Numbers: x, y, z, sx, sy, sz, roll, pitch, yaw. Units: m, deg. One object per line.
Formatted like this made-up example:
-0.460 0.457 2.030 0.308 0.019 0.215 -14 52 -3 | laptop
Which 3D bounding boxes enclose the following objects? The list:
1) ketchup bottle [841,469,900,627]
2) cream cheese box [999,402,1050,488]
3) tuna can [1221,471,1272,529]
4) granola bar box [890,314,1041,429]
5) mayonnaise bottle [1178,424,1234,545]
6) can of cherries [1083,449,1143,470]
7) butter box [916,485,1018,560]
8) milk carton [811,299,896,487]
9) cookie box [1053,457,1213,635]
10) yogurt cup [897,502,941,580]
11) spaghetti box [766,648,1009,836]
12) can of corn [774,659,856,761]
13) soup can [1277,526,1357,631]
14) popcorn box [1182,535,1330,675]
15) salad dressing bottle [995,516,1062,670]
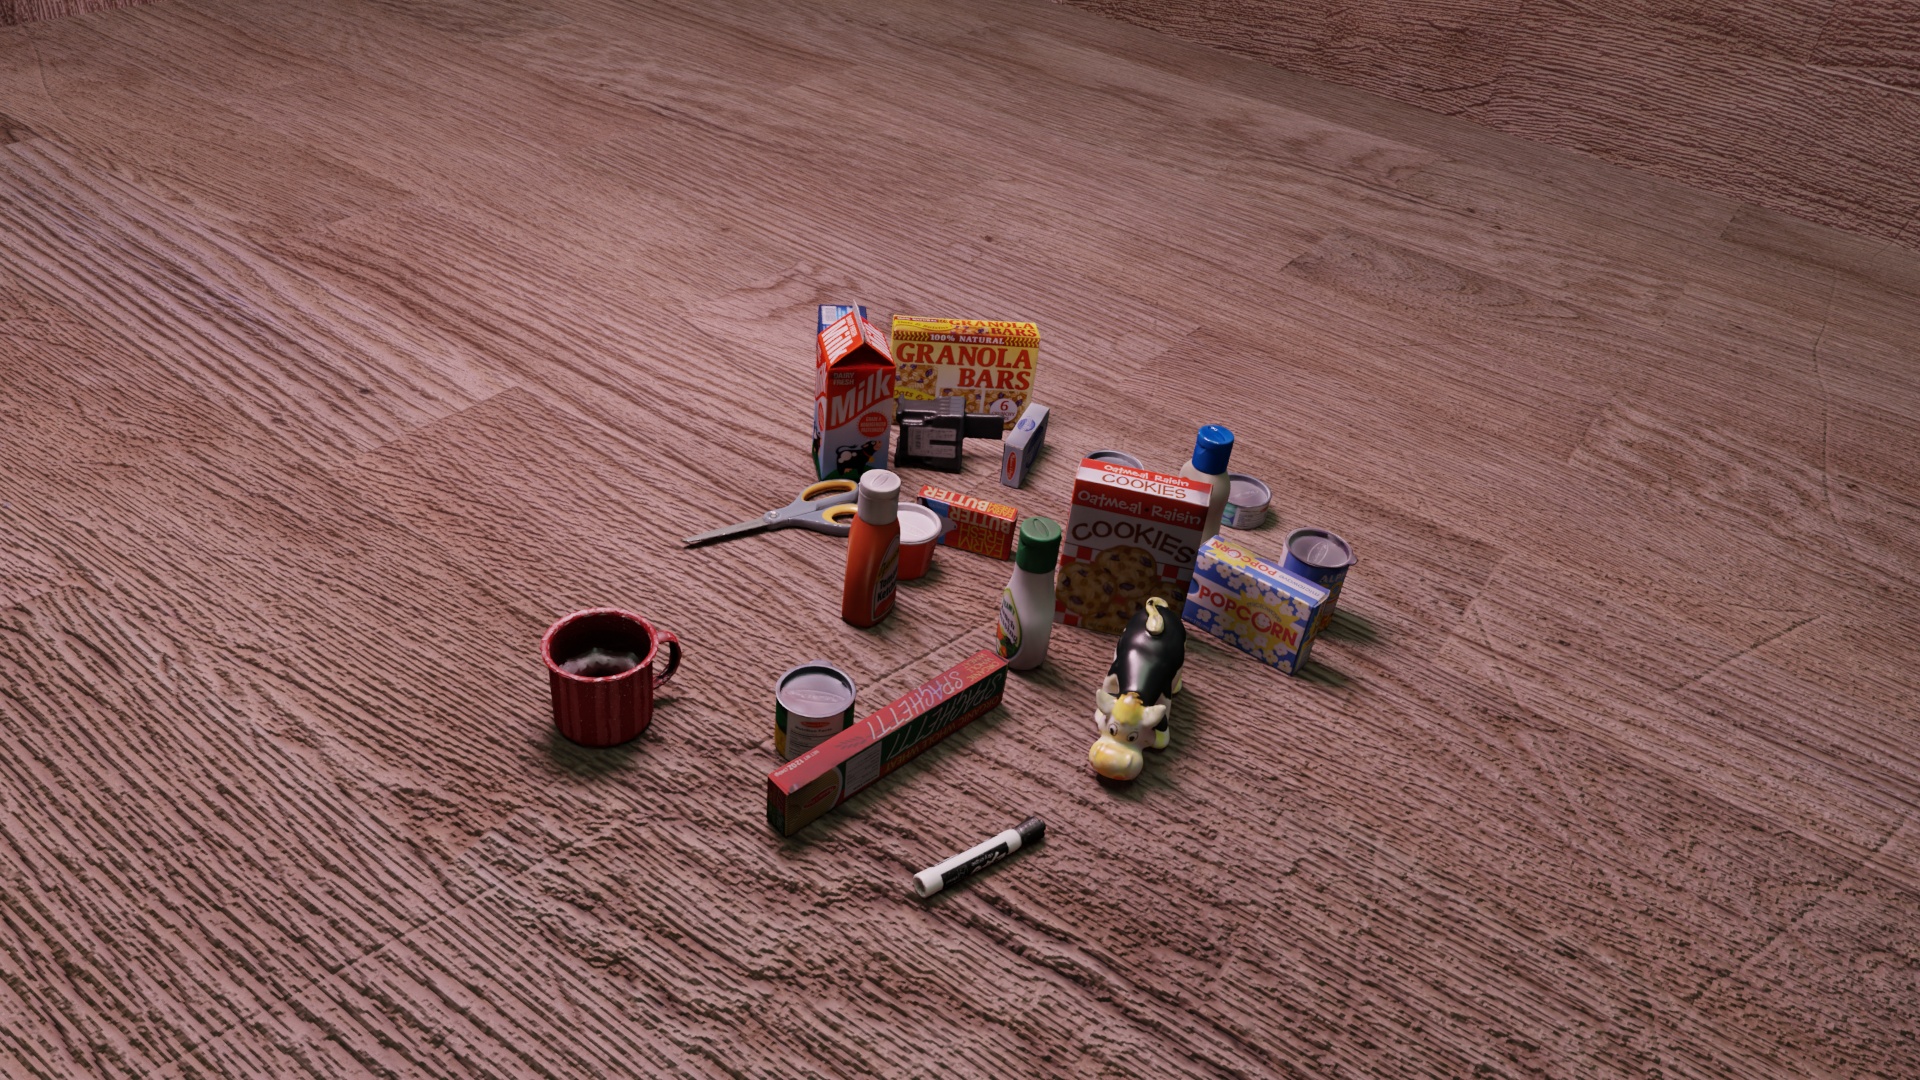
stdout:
-0.080 0.005 1.278 0.043 0.148 0.065 20 37 17 | ketchup bottle
0.071 -0.106 1.545 0.024 0.053 0.104 16 36 12 | cream cheese box
0.303 -0.044 1.519 0.071 0.032 0.071 5 35 -3 | tuna can
0.000 -0.191 1.590 0.166 0.123 0.039 2 35 -8 | granola bar box
0.244 -0.046 1.411 0.041 0.147 0.065 -10 39 -23 | mayonnaise bottle
0.160 -0.054 1.484 0.071 0.058 0.072 5 35 -3 | can of cherries
0.005 -0.018 1.408 0.103 0.052 0.024 14 36 10 | butter box
-0.112 -0.153 1.458 0.073 0.189 0.072 -3 36 -15 | milk carton
0.157 0.012 1.297 0.123 0.166 0.040 12 35 7 | cookie box
-0.055 0.002 1.369 0.072 0.053 0.073 5 35 -3 | yogurt cup
-0.055 0.162 1.148 0.029 0.049 0.251 33 43 32 | spaghetti box
-0.121 0.144 1.154 0.071 0.058 0.071 5 35 -3 | can of corn
0.344 0.041 1.363 0.071 0.083 0.072 5 35 -3 | soup can
0.279 0.061 1.321 0.127 0.084 0.038 29 40 27 | popcorn box
0.063 0.048 1.246 0.044 0.146 0.064 -6 37 -18 | salad dressing bottle
